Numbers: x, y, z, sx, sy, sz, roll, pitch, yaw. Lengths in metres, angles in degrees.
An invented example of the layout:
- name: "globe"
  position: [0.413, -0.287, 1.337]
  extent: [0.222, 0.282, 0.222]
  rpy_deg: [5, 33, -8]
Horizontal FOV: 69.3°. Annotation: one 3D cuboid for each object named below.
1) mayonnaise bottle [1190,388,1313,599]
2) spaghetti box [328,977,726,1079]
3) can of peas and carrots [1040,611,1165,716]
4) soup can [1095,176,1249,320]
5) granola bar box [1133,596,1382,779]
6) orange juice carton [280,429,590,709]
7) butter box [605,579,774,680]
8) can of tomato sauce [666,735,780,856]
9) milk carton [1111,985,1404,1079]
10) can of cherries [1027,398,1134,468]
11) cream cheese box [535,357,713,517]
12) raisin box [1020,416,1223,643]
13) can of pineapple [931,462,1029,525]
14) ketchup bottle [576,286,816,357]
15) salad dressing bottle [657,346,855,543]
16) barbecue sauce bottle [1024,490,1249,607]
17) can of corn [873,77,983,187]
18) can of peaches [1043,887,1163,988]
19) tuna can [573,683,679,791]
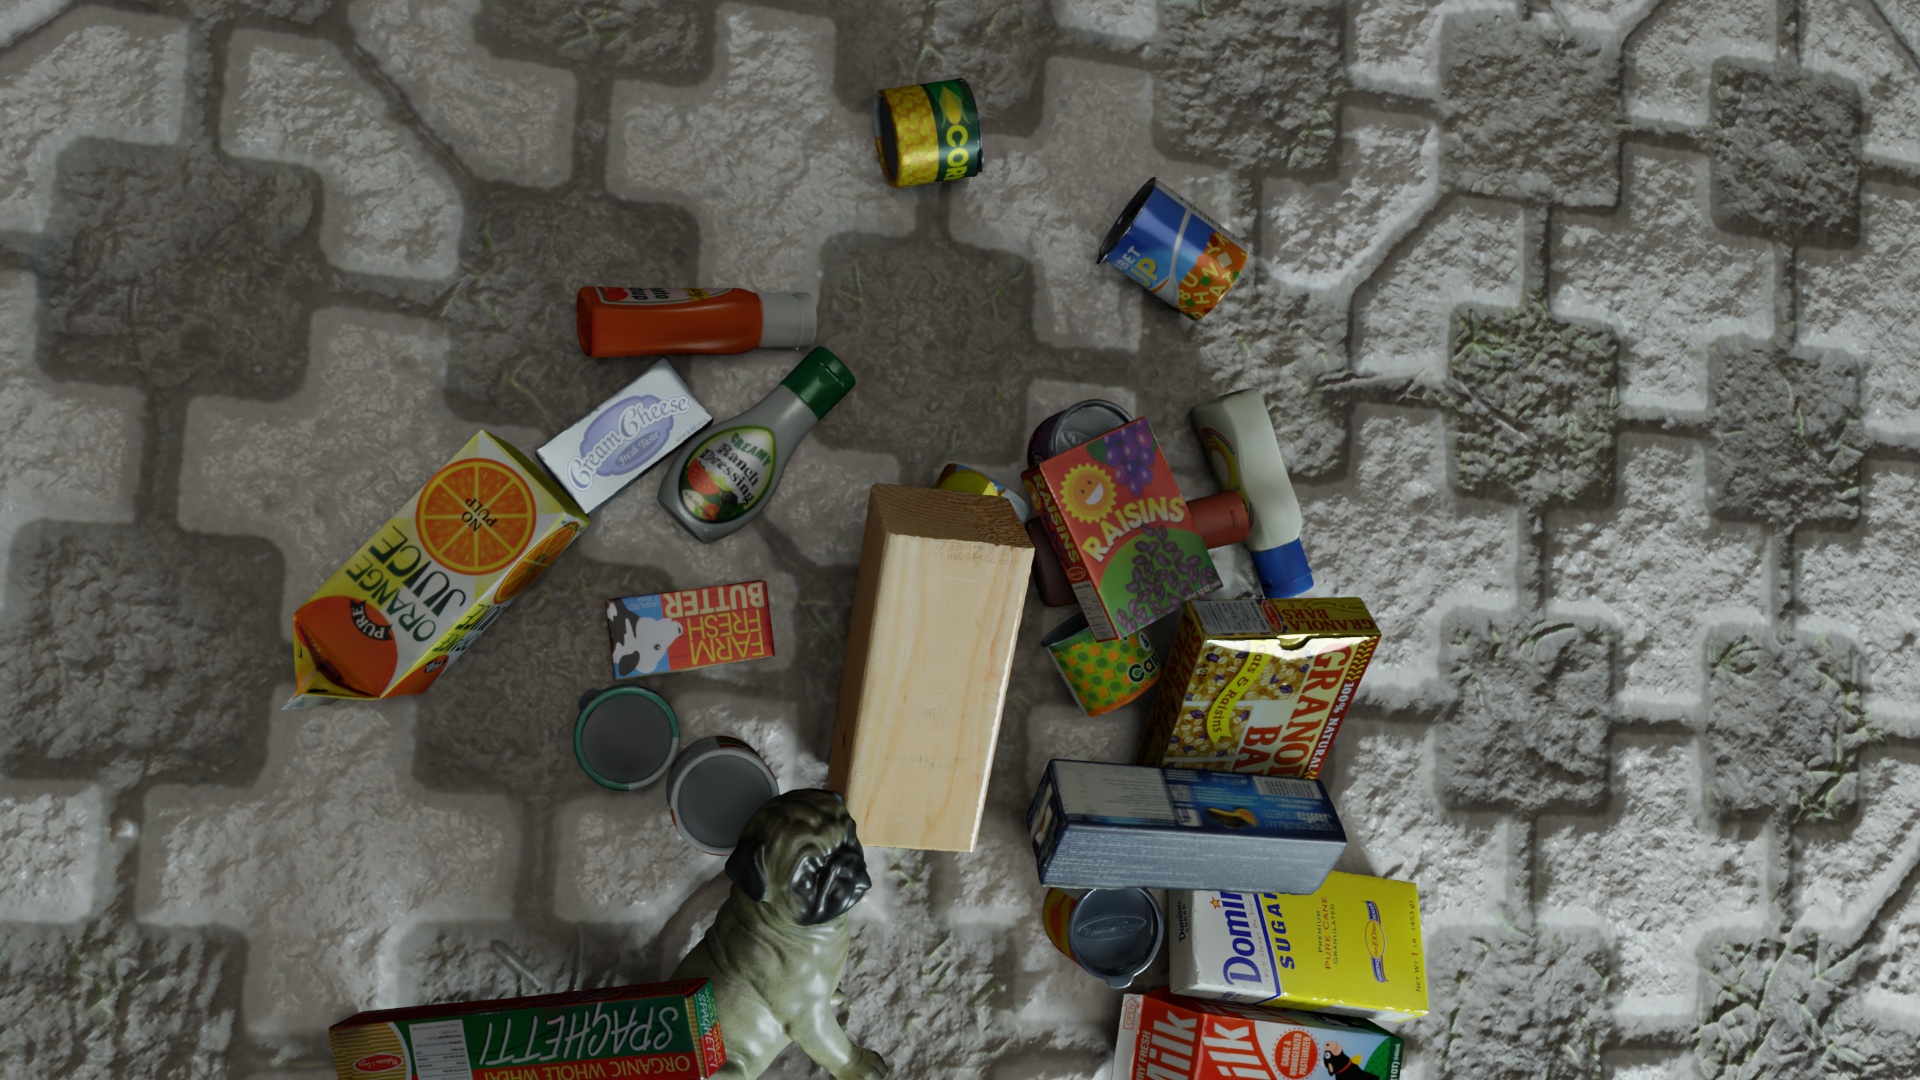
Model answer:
- name: "mayonnaise bottle"
  position: [0.209, -0.032, 0.981]
  extent: [0.041, 0.064, 0.148]
  rpy_deg: [-21, 95, -15]
- name: "spaghetti box"
  position: [-0.251, 0.289, 0.797]
  extent: [0.250, 0.029, 0.050]
  rpy_deg: [-11, 89, 18]
- name: "can of peas and carrots"
  position: [0.099, 0.077, 0.941]
  extent: [0.071, 0.071, 0.058]
  rpy_deg: [-32, 95, -14]
- name: "soup can"
  position: [0.148, -0.201, 0.976]
  extent: [0.084, 0.071, 0.071]
  rpy_deg: [33, 79, -10]
- name: "granola bar box"
  position: [0.193, 0.112, 0.926]
  extent: [0.124, 0.039, 0.164]
  rpy_deg: [0, 129, -14]
- name: "orange juice carton"
  position: [-0.321, 0.030, 0.832]
  extent: [0.073, 0.071, 0.193]
  rpy_deg: [44, 84, 1]
- name: "butter box"
  position: [-0.175, 0.057, 0.899]
  extent: [0.104, 0.024, 0.053]
  rpy_deg: [-8, 88, -14]
- name: "can of tomato sauce"
  position: [-0.147, 0.159, 0.868]
  extent: [0.071, 0.083, 0.071]
  rpy_deg: [1, 86, -13]
- name: "milk carton"
  position: [0.195, 0.352, 0.942]
  extent: [0.191, 0.073, 0.072]
  rpy_deg: [10, 84, -12]
- name: "can of cherries"
  position: [0.083, -0.058, 0.953]
  extent: [0.071, 0.058, 0.071]
  rpy_deg: [1, 86, -14]
- name: "cream cheese box"
  position: [-0.217, -0.067, 0.898]
  extent: [0.104, 0.024, 0.053]
  rpy_deg: [-40, 94, -13]
- name: "raisin box"
  position: [0.104, -0.007, 0.900]
  extent: [0.086, 0.040, 0.123]
  rpy_deg: [-25, 91, -18]
- name: "can of pineapple"
  position: [0.003, -0.012, 0.927]
  extent: [0.071, 0.071, 0.058]
  rpy_deg: [32, 79, -10]
- name: "ketchup bottle"
  position: [-0.169, -0.142, 0.898]
  extent: [0.149, 0.065, 0.043]
  rpy_deg: [-4, 110, -22]
- name: "salad dressing bottle"
  position: [-0.131, -0.065, 0.908]
  extent: [0.064, 0.044, 0.148]
  rpy_deg: [44, 77, -9]
- name: "barbecue sauce bottle"
  position: [0.122, 0.000, 0.953]
  extent: [0.149, 0.043, 0.065]
  rpy_deg: [-14, 93, -4]
- name: "can of corn"
  position: [-0.022, -0.273, 0.937]
  extent: [0.058, 0.071, 0.071]
  rpy_deg: [-12, 89, -13]
- name: "can of peaches"
  position: [0.095, 0.258, 0.933]
  extent: [0.071, 0.058, 0.071]
  rpy_deg: [1, 86, -14]
- name: "tuna can"
  position: [-0.213, 0.123, 0.880]
  extent: [0.071, 0.033, 0.071]
  rpy_deg: [1, 86, -14]
